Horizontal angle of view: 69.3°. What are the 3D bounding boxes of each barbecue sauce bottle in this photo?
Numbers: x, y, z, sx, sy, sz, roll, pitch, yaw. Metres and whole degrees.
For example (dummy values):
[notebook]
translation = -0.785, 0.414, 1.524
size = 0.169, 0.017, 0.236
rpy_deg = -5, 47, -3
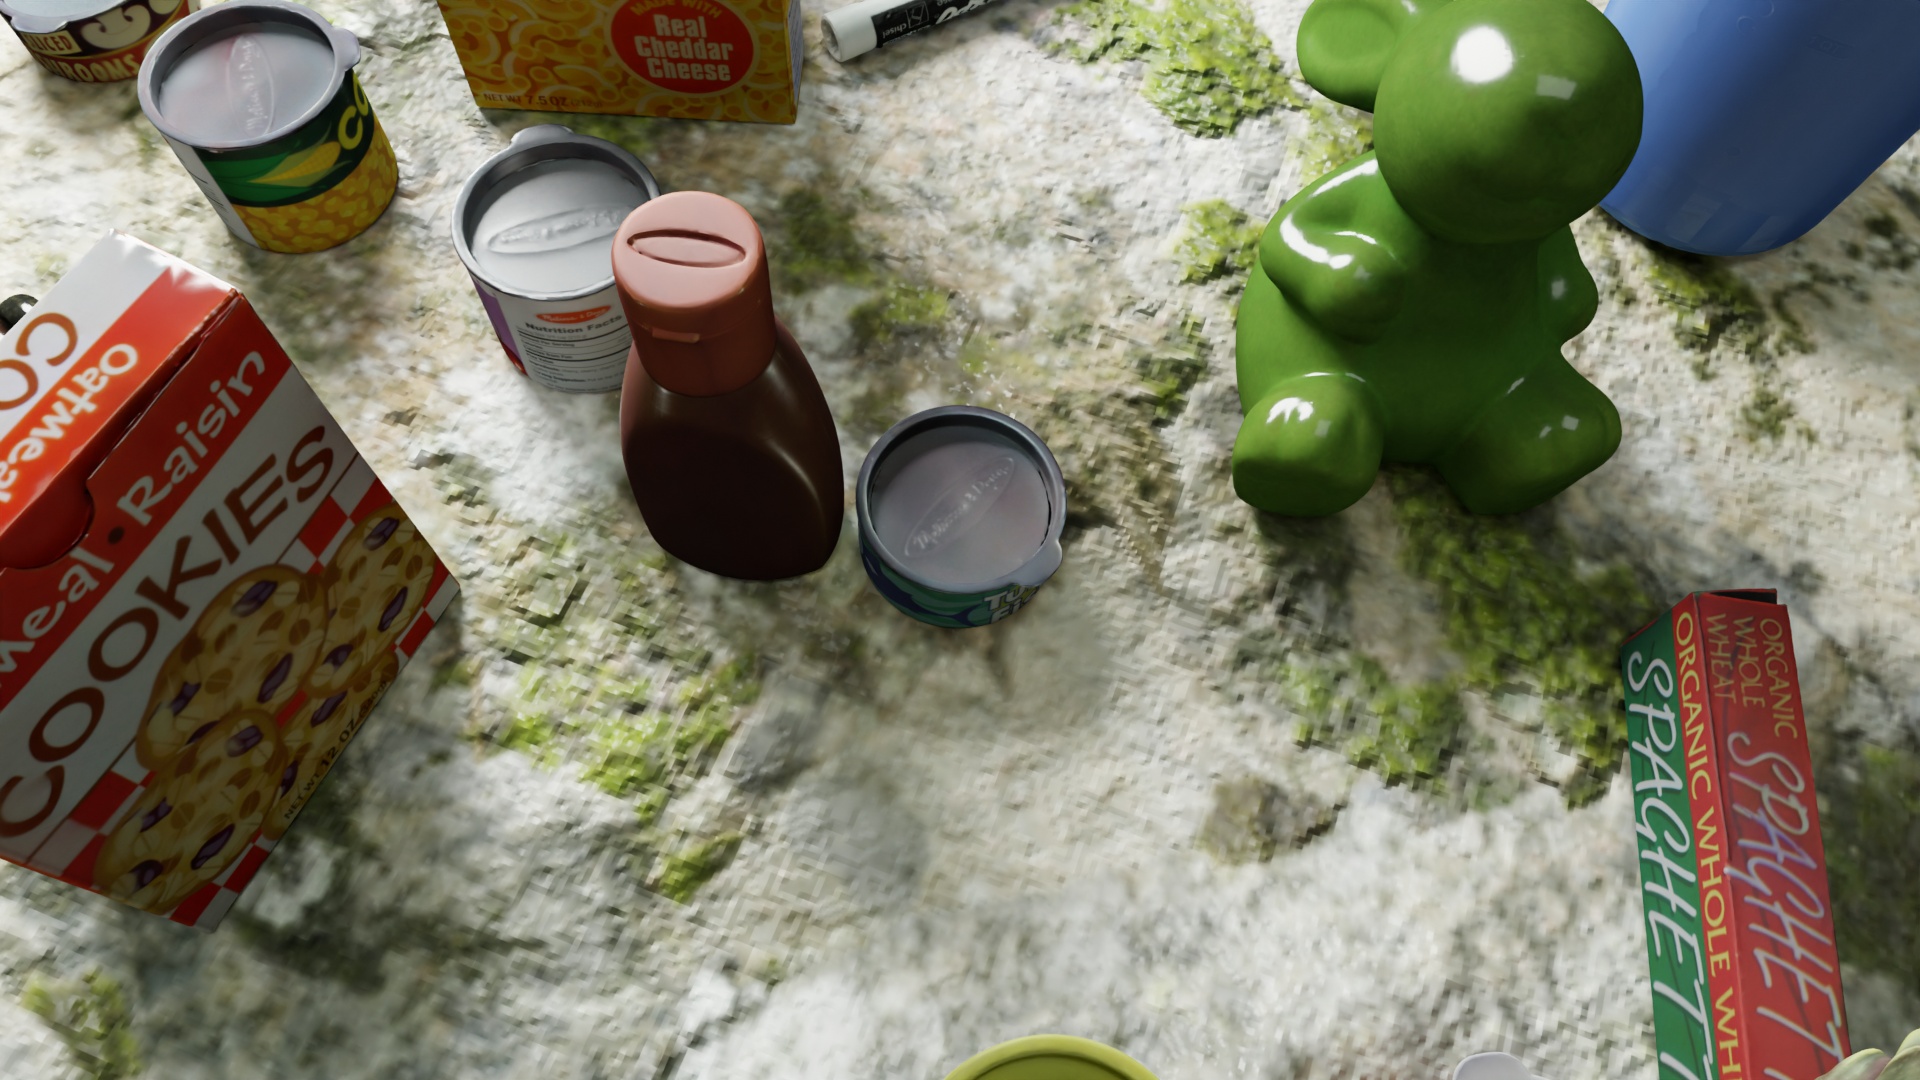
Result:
[barbecue sauce bottle]
translation = -0.067, -0.037, 0.392
size = 0.065, 0.148, 0.044
rpy_deg = 8, 65, 2

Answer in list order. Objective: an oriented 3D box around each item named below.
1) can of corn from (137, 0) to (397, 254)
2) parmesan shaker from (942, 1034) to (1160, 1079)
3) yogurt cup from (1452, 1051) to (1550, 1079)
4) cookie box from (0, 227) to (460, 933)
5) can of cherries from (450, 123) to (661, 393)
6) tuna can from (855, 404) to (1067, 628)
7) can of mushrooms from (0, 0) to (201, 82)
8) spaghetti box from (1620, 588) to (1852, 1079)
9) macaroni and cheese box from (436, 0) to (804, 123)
[can of corn]
translation = -0.236, -0.144, 0.486
size = 0.071, 0.058, 0.071
rpy_deg = 1, 65, -2
[parmesan shaker]
translation = 0.015, 0.156, 0.329
size = 0.071, 0.102, 0.071
rpy_deg = 1, 65, -2
[yogurt cup]
translation = 0.135, 0.173, 0.354
size = 0.072, 0.053, 0.072
rpy_deg = 1, 65, -2
[cookie box]
translation = -0.198, 0.022, 0.348
size = 0.040, 0.166, 0.123
rpy_deg = 25, 66, 9
[can of cherries]
translation = -0.129, -0.094, 0.467
size = 0.071, 0.058, 0.072
rpy_deg = 1, 65, -2
[tuna can]
translation = 0.002, -0.006, 0.444
size = 0.071, 0.032, 0.071
rpy_deg = 1, 65, -2
[can of mushrooms]
translation = -0.329, -0.207, 0.525
size = 0.071, 0.033, 0.071
rpy_deg = 1, 65, -2
[spaghetti box]
translation = 0.214, 0.134, 0.378
size = 0.029, 0.050, 0.251
rpy_deg = 7, 64, 1
[macaroni and cheese box]
translation = -0.119, -0.213, 0.464
size = 0.124, 0.165, 0.040
rpy_deg = 2, 65, -1
